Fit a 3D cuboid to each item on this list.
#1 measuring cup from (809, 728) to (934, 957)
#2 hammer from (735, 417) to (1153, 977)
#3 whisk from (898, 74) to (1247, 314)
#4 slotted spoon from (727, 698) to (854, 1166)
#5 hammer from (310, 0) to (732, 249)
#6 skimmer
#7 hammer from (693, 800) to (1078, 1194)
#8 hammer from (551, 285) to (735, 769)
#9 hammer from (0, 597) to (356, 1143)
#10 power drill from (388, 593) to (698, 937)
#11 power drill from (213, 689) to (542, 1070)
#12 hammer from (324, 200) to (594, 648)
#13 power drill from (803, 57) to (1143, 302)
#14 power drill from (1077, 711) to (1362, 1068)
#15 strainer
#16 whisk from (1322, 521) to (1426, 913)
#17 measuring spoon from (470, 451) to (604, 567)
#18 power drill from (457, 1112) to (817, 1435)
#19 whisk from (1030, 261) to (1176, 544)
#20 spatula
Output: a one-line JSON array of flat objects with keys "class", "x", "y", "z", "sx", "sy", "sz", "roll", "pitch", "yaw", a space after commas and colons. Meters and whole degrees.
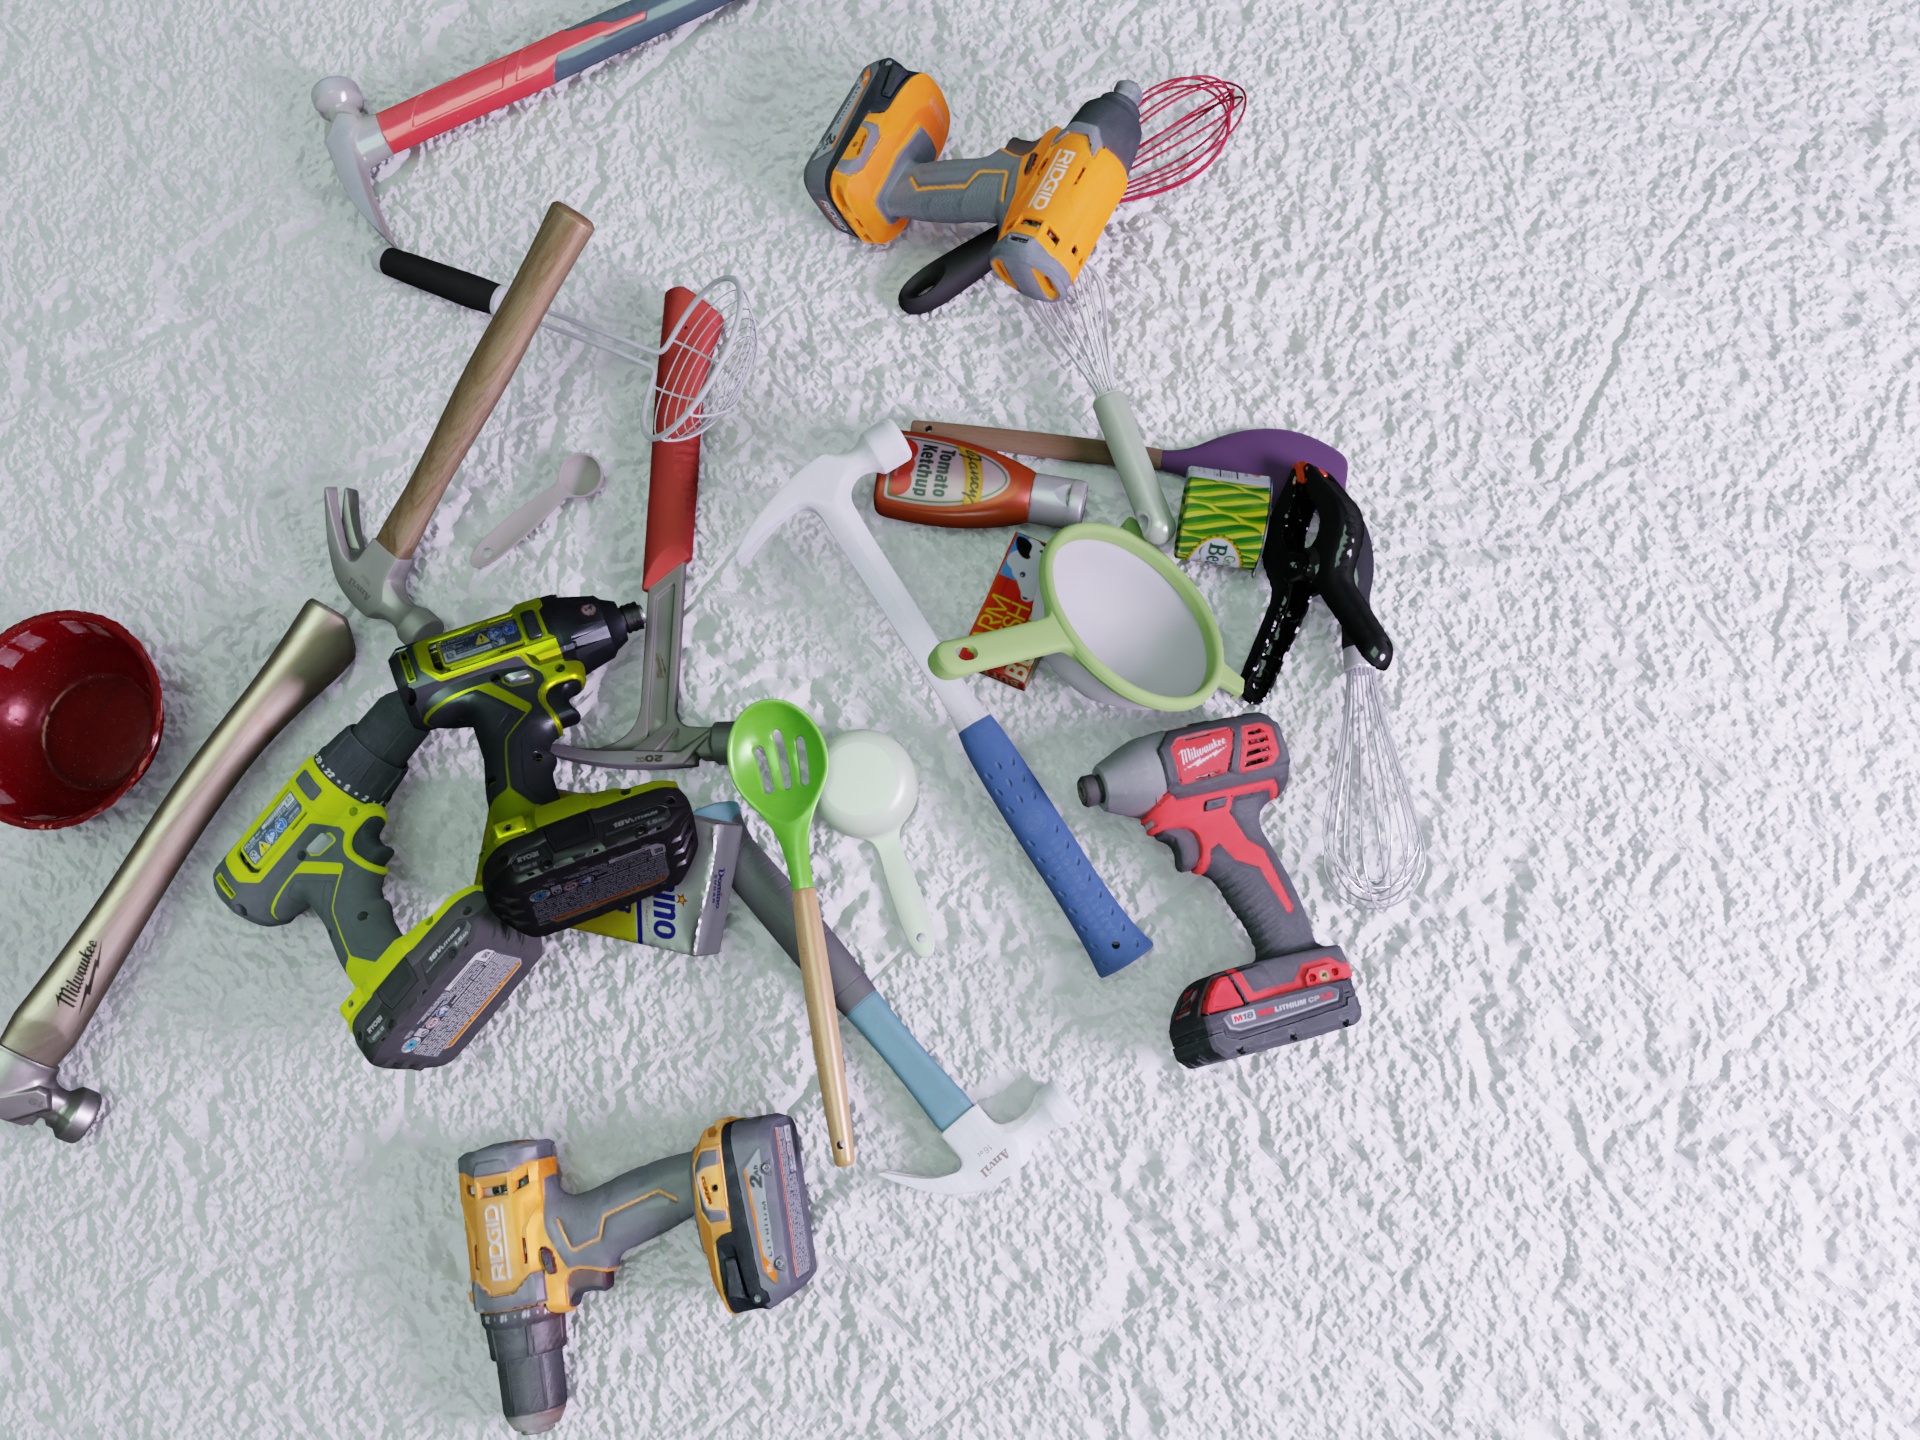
[{"class": "measuring cup", "x": -0.053, "y": 0.084, "z": 1.099, "sx": 0.083, "sy": 0.038, "sz": 0.168, "roll": -21, "pitch": 76, "yaw": 1}, {"class": "hammer", "x": -0.002, "y": -0.003, "z": 1.088, "sx": 0.144, "sy": 0.035, "sz": 0.405, "roll": -32, "pitch": 85, "yaw": -3}, {"class": "whisk", "x": 0.080, "y": -0.386, "z": 1.173, "sx": 0.296, "sy": 0.073, "sz": 0.073, "roll": -32, "pitch": 78, "yaw": 5}, {"class": "slotted spoon", "x": -0.104, "y": 0.139, "z": 1.068, "sx": 0.070, "sy": 0.031, "sz": 0.314, "roll": -12, "pitch": 79, "yaw": 6}, {"class": "hammer", "x": -0.307, "y": -0.506, "z": 1.241, "sx": 0.386, "sy": 0.038, "sz": 0.143, "roll": -24, "pitch": 79, "yaw": 0}, {"class": "skimmer", "x": -0.300, "y": -0.298, "z": 1.147, "sx": 0.363, "sy": 0.090, "sz": 0.127, "roll": 23, "pitch": 87, "yaw": 19}, {"class": "hammer", "x": -0.075, "y": 0.182, "z": 1.086, "sx": 0.128, "sy": 0.033, "sz": 0.331, "roll": -41, "pitch": 78, "yaw": -4}, {"class": "hammer", "x": -0.221, "y": -0.142, "z": 1.162, "sx": 0.149, "sy": 0.036, "sz": 0.359, "roll": 0, "pitch": 79, "yaw": 5}, {"class": "hammer", "x": -0.570, "y": 0.086, "z": 1.118, "sx": 0.146, "sy": 0.038, "sz": 0.411, "roll": 38, "pitch": 77, "yaw": -32}, {"class": "power drill", "x": -0.264, "y": 0.016, "z": 1.052, "sx": 0.171, "sy": 0.080, "sz": 0.223, "roll": -20, "pitch": 59, "yaw": -16}, {"class": "power drill", "x": -0.389, "y": 0.105, "z": 1.082, "sx": 0.229, "sy": 0.080, "sz": 0.190, "roll": 42, "pitch": 92, "yaw": 27}, {"class": "hammer", "x": -0.356, "y": -0.219, "z": 1.136, "sx": 0.130, "sy": 0.031, "sz": 0.331, "roll": 38, "pitch": 106, "yaw": 17}, {"class": "power drill", "x": 0.017, "y": -0.400, "z": 1.136, "sx": 0.227, "sy": 0.084, "sz": 0.164, "roll": 25, "pitch": 81, "yaw": 29}, {"class": "power drill", "x": 0.167, "y": 0.108, "z": 1.045, "sx": 0.143, "sy": 0.078, "sz": 0.220, "roll": -11, "pitch": 74, "yaw": -14}, {"class": "strainer", "x": 0.064, "y": -0.046, "z": 1.048, "sx": 0.256, "sy": 0.069, "sz": 0.152, "roll": -15, "pitch": 69, "yaw": -42}, {"class": "whisk", "x": 0.274, "y": -0.011, "z": 1.080, "sx": 0.070, "sy": 0.070, "sz": 0.285, "roll": -2, "pitch": 74, "yaw": 5}, {"class": "measuring spoon", "x": -0.315, "y": -0.154, "z": 1.187, "sx": 0.124, "sy": 0.018, "sz": 0.034, "roll": -38, "pitch": 80, "yaw": 4}, {"class": "power drill", "x": -0.214, "y": 0.358, "z": 1.042, "sx": 0.226, "sy": 0.084, "sz": 0.185, "roll": -11, "pitch": 78, "yaw": 7}, {"class": "whisk", "x": 0.103, "y": -0.235, "z": 1.132, "sx": 0.059, "sy": 0.057, "sz": 0.246, "roll": -12, "pitch": 73, "yaw": -23}, {"class": "spatula", "x": 0.120, "y": -0.194, "z": 1.149, "sx": 0.316, "sy": 0.018, "sz": 0.060, "roll": 7, "pitch": 83, "yaw": 6}]
